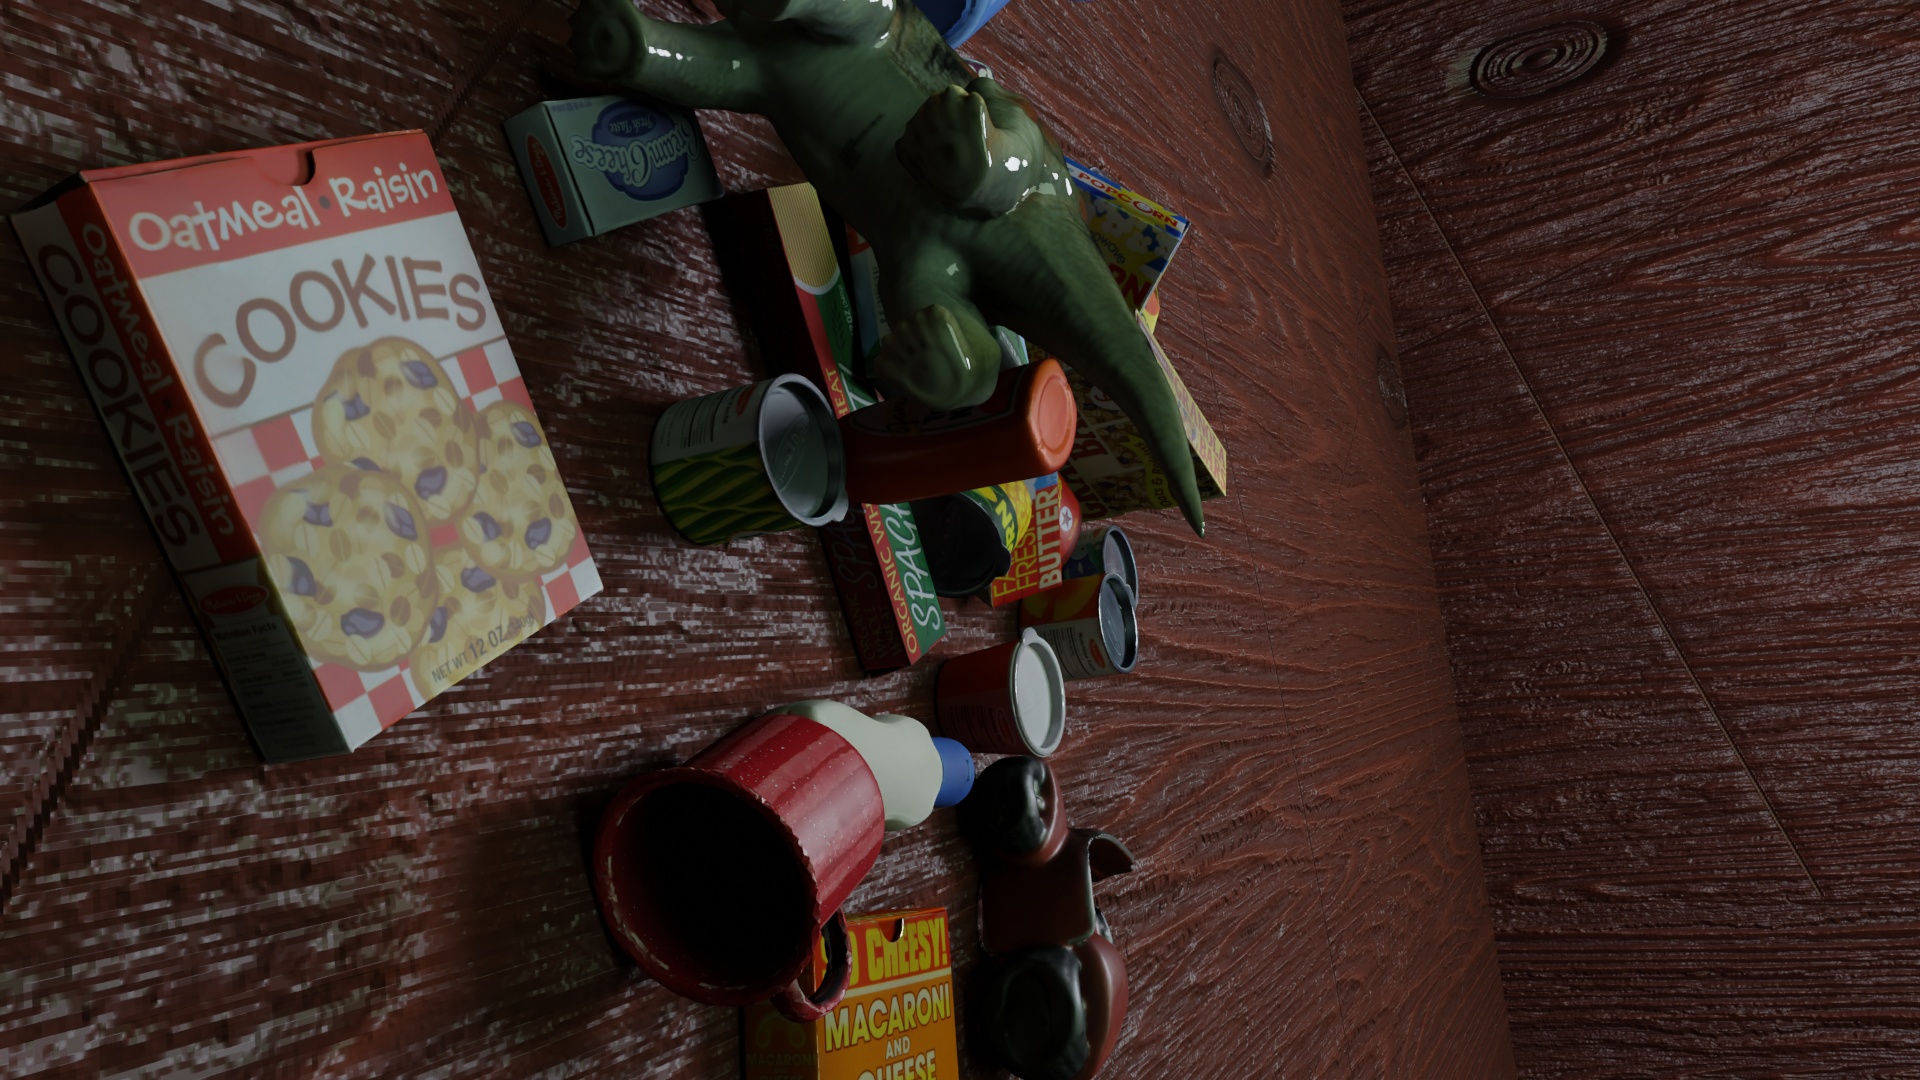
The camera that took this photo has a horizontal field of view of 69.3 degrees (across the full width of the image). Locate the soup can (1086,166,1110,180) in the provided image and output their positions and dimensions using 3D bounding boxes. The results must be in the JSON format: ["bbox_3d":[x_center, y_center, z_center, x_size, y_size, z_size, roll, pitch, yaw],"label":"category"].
[{"bbox_3d":[0.060,-0.210,0.936,0.071,0.083,0.071,33,52,-56],"label":"soup can"}]

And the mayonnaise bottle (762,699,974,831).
[{"bbox_3d":[-0.041,0.112,0.667,0.148,0.041,0.065,19,66,-62],"label":"mayonnaise bottle"}]

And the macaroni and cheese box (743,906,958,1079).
[{"bbox_3d":[-0.043,0.251,0.611,0.123,0.040,0.167,20,63,-61],"label":"macaroni and cheese box"}]

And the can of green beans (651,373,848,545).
[{"bbox_3d":[-0.091,-0.034,0.601,0.071,0.058,0.071,33,52,-56],"label":"can of green beans"}]

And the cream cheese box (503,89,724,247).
[{"bbox_3d":[-0.142,-0.160,0.584,0.104,0.024,0.053,-45,121,-59],"label":"cream cheese box"}]

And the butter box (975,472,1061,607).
[{"bbox_3d":[0.031,-0.015,0.818,0.053,0.024,0.103,-17,118,-25],"label":"butter box"}]

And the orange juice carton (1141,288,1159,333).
[{"bbox_3d":[0.090,-0.158,0.992,0.072,0.071,0.194,62,31,-33],"label":"orange juice carton"}]

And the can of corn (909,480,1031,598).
[{"bbox_3d":[0.003,-0.010,0.764,0.058,0.071,0.071,-52,127,-58],"label":"can of corn"}]

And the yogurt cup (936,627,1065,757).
[{"bbox_3d":[0.022,0.090,0.784,0.072,0.054,0.072,32,53,-56],"label":"yogurt cup"}]

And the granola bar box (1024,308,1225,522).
[{"bbox_3d":[0.086,-0.072,0.892,0.165,0.124,0.039,45,42,-49],"label":"granola bar box"}]

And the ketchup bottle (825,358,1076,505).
[{"bbox_3d":[-0.024,-0.042,0.636,0.043,0.148,0.065,65,29,-27],"label":"ketchup bottle"}]

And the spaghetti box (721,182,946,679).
[{"bbox_3d":[-0.061,-0.055,0.702,0.050,0.028,0.249,-37,114,-61],"label":"spaghetti box"}]

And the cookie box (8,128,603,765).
[{"bbox_3d":[-0.188,-0.035,0.429,0.123,0.040,0.167,-43,119,-60],"label":"cookie box"}]

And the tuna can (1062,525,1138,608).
[{"bbox_3d":[0.100,0.027,0.987,0.071,0.033,0.071,33,52,-56],"label":"tuna can"}]

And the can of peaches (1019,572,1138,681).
[{"bbox_3d":[0.078,0.056,0.904,0.071,0.058,0.071,34,50,-55],"label":"can of peaches"}]

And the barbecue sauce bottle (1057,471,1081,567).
[{"bbox_3d":[0.025,-0.044,0.851,0.148,0.043,0.065,53,47,-41],"label":"barbecue sauce bottle"}]

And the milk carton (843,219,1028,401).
[{"bbox_3d":[-0.017,-0.163,0.750,0.072,0.073,0.191,49,29,-63],"label":"milk carton"}]

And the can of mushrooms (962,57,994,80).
[{"bbox_3d":[-0.009,-0.261,0.836,0.071,0.071,0.033,6,76,-63],"label":"can of mushrooms"}]

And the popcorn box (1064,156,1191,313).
[{"bbox_3d":[0.067,-0.189,0.873,0.084,0.127,0.038,-63,179,34],"label":"popcorn box"}]
